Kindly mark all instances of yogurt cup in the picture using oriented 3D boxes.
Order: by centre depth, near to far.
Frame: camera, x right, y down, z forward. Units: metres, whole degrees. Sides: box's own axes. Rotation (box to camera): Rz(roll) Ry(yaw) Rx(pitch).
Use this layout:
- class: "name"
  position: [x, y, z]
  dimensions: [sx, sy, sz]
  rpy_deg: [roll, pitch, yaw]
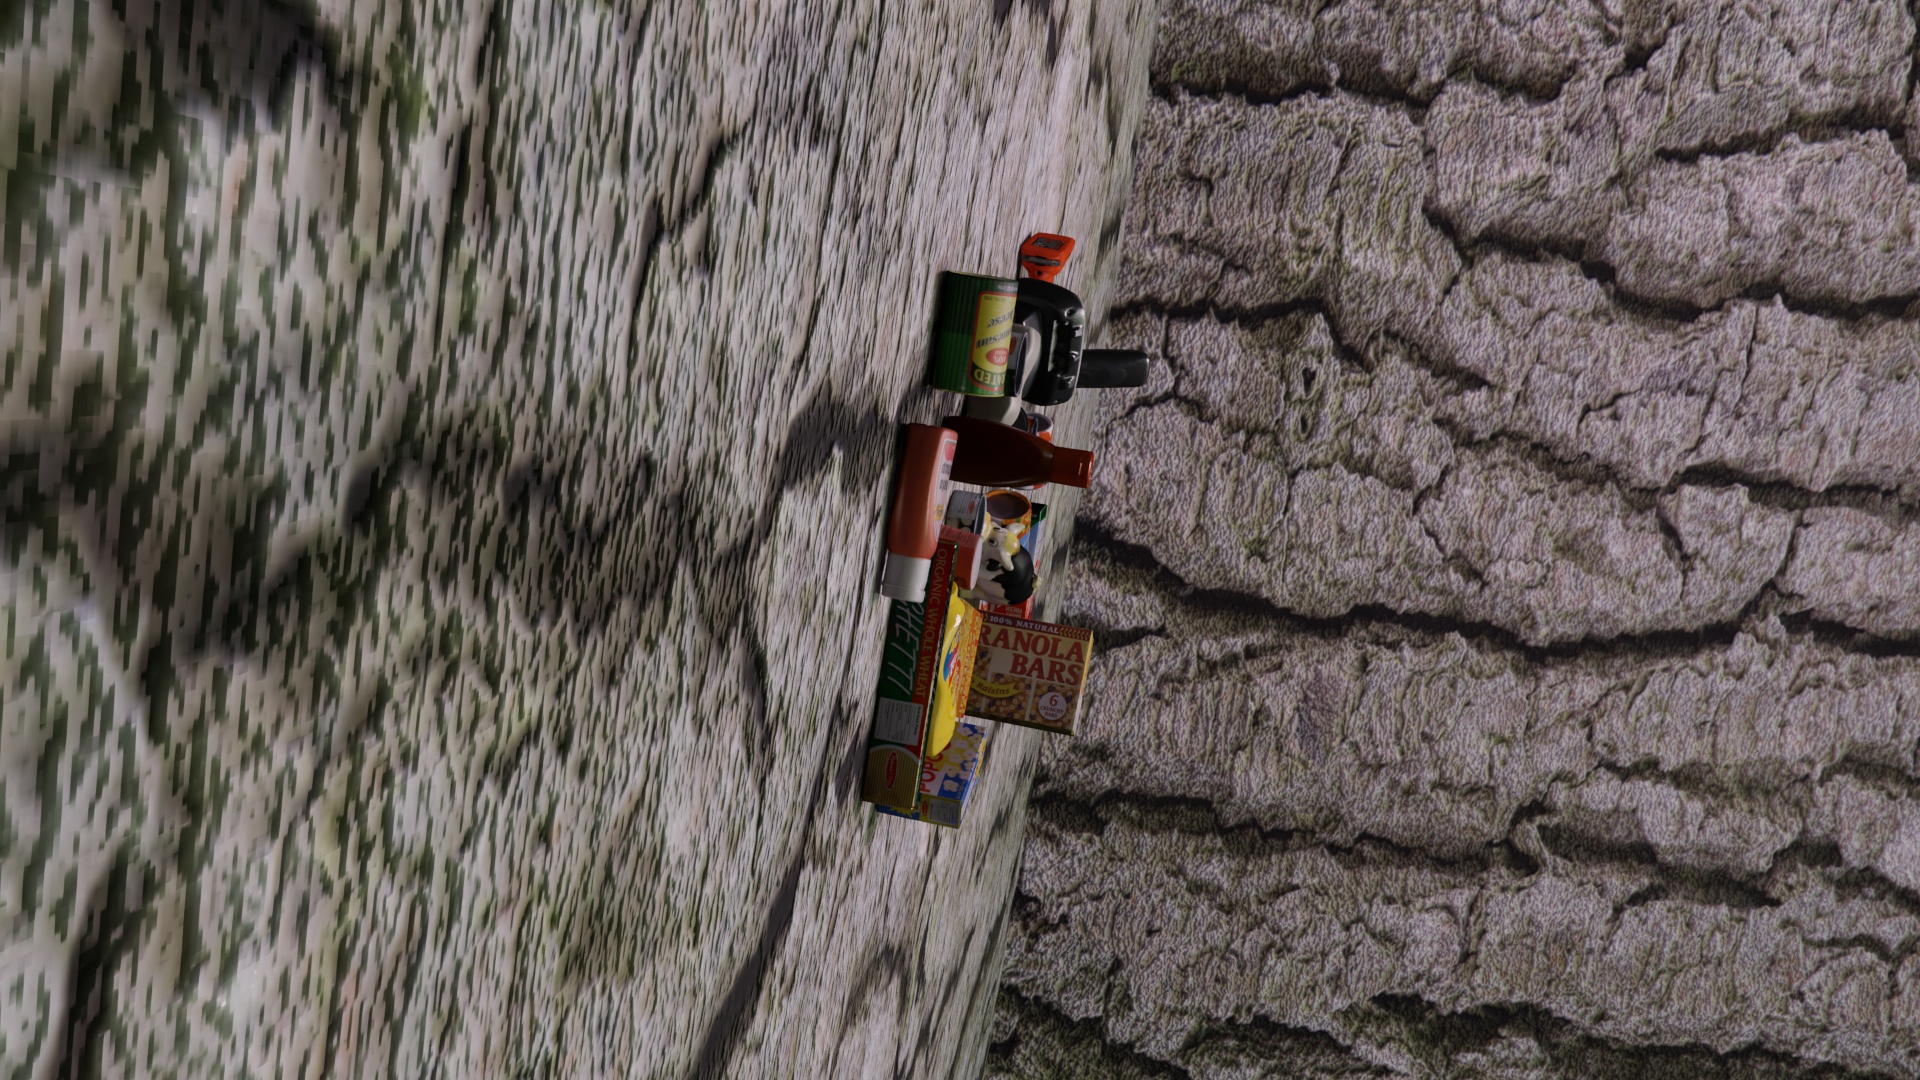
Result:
- class: "yogurt cup"
  position: [-0.010, 0.018, 1.364]
  dimensions: [0.072, 0.054, 0.072]
  rpy_deg: [7, 93, -82]

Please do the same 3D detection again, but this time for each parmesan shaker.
- class: "parmesan shaker"
  position: [0.011, -0.184, 1.234]
  dimensions: [0.071, 0.071, 0.102]
  rpy_deg: [-48, 147, -75]

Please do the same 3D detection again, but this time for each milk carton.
- class: "milk carton"
  position: [0.062, 0.044, 1.811]
  dimensions: [0.073, 0.072, 0.190]
  rpy_deg: [-40, 139, -77]

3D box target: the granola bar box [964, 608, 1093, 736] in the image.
- class: "granola bar box"
  position: [0.064, 0.153, 1.634]
  dimensions: [0.039, 0.165, 0.124]
  rpy_deg: [75, 27, -69]

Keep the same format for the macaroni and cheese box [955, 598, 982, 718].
- class: "macaroni and cheese box"
  position: [-0.015, 0.128, 1.510]
  dimensions: [0.166, 0.040, 0.124]
  rpy_deg: [49, 51, -79]

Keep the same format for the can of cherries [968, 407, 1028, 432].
- class: "can of cherries"
  position: [0.042, -0.117, 1.515]
  dimensions: [0.058, 0.071, 0.071]
  rpy_deg: [74, 27, -71]

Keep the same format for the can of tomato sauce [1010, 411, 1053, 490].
- class: "can of tomato sauce"
  position: [0.084, -0.117, 1.788]
  dimensions: [0.071, 0.071, 0.082]
  rpy_deg: [-67, 163, -58]

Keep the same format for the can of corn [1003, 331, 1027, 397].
- class: "can of corn"
  position: [0.034, -0.180, 1.406]
  dimensions: [0.071, 0.058, 0.071]
  rpy_deg: [7, 93, -82]

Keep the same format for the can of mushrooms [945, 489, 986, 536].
- class: "can of mushrooms"
  position: [0.005, -0.019, 1.493]
  dimensions: [0.071, 0.033, 0.071]
  rpy_deg: [7, 93, -82]

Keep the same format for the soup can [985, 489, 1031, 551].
- class: "soup can"
  position: [0.054, -0.012, 1.702]
  dimensions: [0.072, 0.071, 0.083]
  rpy_deg: [-70, 167, -50]

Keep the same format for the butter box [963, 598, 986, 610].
- class: "butter box"
  position: [0.017, 0.086, 1.722]
  dimensions: [0.053, 0.024, 0.103]
  rpy_deg: [-55, 153, -70]

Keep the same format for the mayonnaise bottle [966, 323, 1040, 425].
- class: "mayonnaise bottle"
  position: [0.038, -0.155, 1.462]
  dimensions: [0.041, 0.065, 0.148]
  rpy_deg: [19, 85, -67]

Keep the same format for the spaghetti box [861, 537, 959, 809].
- class: "spaghetti box"
  position: [-0.045, 0.117, 1.262]
  dimensions: [0.029, 0.050, 0.249]
  rpy_deg: [-20, 120, -83]

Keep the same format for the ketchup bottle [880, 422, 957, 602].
- class: "ketchup bottle"
  position: [-0.037, -0.023, 1.174]
  dimensions: [0.065, 0.043, 0.148]
  rpy_deg: [12, 89, -82]

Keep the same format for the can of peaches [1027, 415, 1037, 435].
- class: "can of peaches"
  position: [0.056, -0.116, 1.634]
  dimensions: [0.071, 0.058, 0.071]
  rpy_deg: [8, 93, -82]

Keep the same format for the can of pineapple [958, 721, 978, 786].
- class: "can of pineapple"
  position: [-0.010, 0.248, 1.595]
  dimensions: [0.071, 0.071, 0.057]
  rpy_deg: [-63, 161, -64]

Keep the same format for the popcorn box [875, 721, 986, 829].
- class: "popcorn box"
  position: [-0.027, 0.228, 1.386]
  dimensions: [0.127, 0.085, 0.038]
  rpy_deg: [-64, 162, -60]

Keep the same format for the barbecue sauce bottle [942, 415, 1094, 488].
- class: "barbecue sauce bottle"
  position: [0.054, -0.080, 1.349]
  dimensions: [0.044, 0.148, 0.065]
  rpy_deg: [-11, 110, -80]
